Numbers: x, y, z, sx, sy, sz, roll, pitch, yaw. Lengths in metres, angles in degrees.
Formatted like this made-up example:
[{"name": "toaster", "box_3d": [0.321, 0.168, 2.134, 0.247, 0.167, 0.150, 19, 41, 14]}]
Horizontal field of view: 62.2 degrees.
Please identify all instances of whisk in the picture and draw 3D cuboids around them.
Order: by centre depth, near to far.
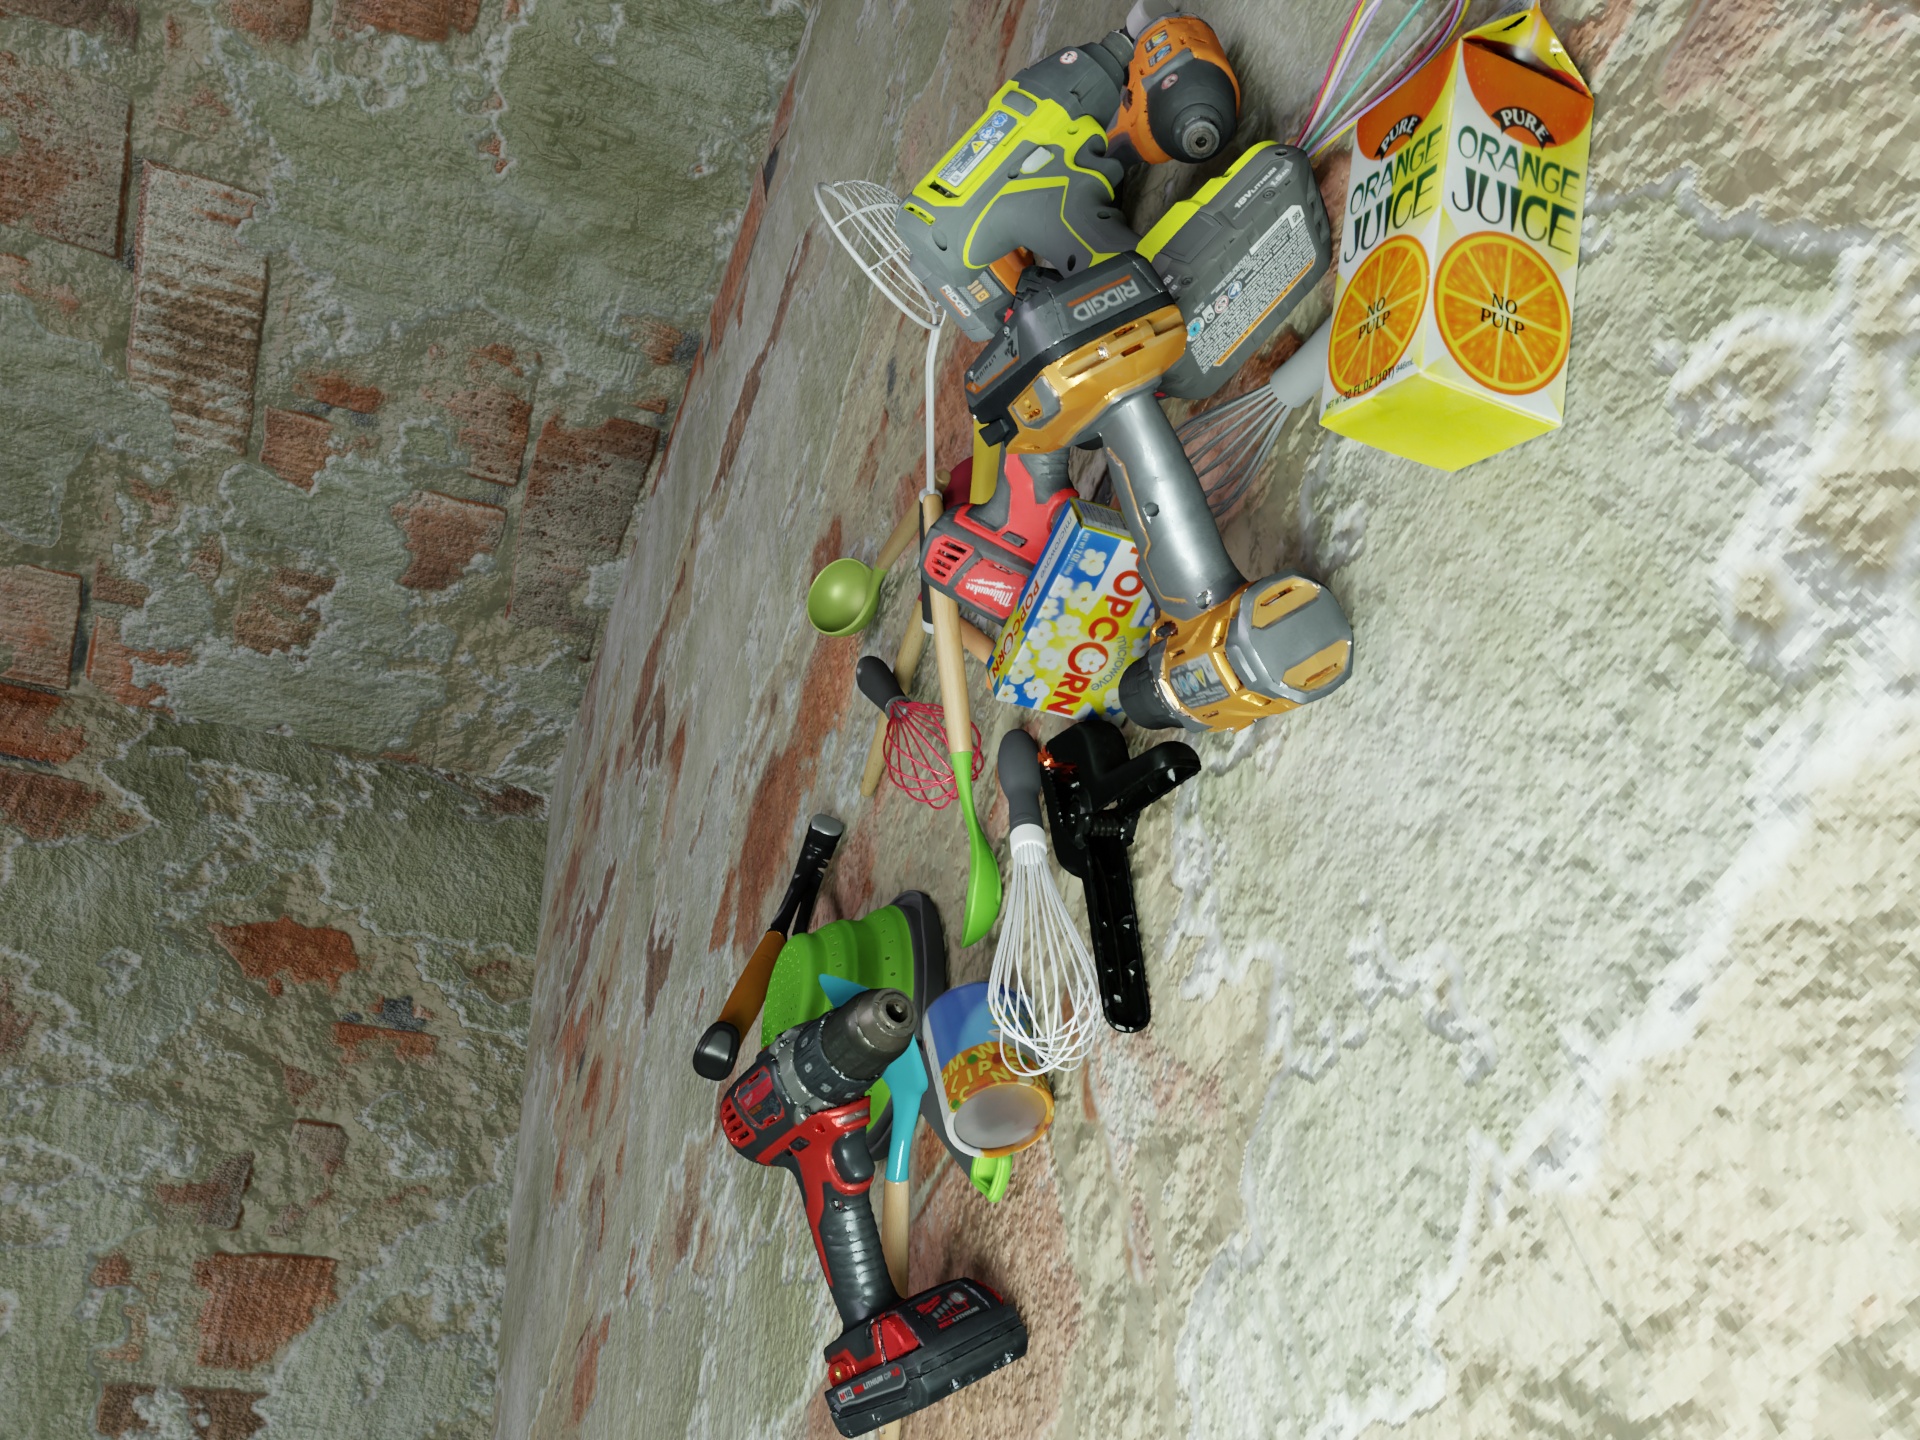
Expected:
[{"name": "whisk", "box_3d": [0.168, -0.170, 0.818, 0.239, 0.055, 0.055, -41, 40, 51]}, {"name": "whisk", "box_3d": [0.194, -0.323, 0.853, 0.051, 0.047, 0.245, -66, 9, -28]}, {"name": "whisk", "box_3d": [0.045, 0.098, 0.971, 0.285, 0.070, 0.070, -93, 25, -51]}, {"name": "whisk", "box_3d": [-0.044, -0.002, 1.245, 0.296, 0.073, 0.073, -131, 57, -66]}]

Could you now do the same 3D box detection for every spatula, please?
[{"name": "spatula", "box_3d": [-0.050, 0.314, 1.000, 0.082, 0.044, 0.317, 10, 102, 45]}, {"name": "spatula", "box_3d": [0.025, -0.054, 1.129, 0.323, 0.081, 0.041, -134, 42, -72]}]

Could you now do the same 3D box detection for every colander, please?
[{"name": "colander", "box_3d": [-0.066, 0.234, 1.116, 0.397, 0.094, 0.204, -153, 77, -70]}]

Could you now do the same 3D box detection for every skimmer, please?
[{"name": "skimmer", "box_3d": [-0.053, -0.222, 1.197, 0.127, 0.090, 0.363, -101, 8, -54]}]

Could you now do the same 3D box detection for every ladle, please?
[{"name": "ladle", "box_3d": [-0.036, -0.077, 1.343, 0.069, 0.031, 0.315, -117, 43, -65]}, {"name": "ladle", "box_3d": [-0.073, -0.150, 1.396, 0.320, 0.062, 0.078, 137, 139, -66]}]

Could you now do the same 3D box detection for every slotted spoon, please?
[{"name": "slotted spoon", "box_3d": [-0.002, -0.003, 1.087, 0.070, 0.031, 0.314, 111, 153, -80]}]

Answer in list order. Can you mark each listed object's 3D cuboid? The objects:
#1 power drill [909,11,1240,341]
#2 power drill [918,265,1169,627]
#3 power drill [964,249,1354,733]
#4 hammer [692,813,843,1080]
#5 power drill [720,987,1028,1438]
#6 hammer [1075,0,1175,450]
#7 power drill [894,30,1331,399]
[{"name": "power drill", "box_3d": [0.076, -0.344, 1.012, 0.226, 0.084, 0.164, -32, 31, 22]}, {"name": "power drill", "box_3d": [0.067, -0.154, 0.980, 0.143, 0.078, 0.219, 31, 115, 26]}, {"name": "power drill", "box_3d": [0.090, -0.096, 0.799, 0.226, 0.084, 0.185, 61, 162, 0]}, {"name": "hammer", "box_3d": [-0.162, 0.199, 1.323, 0.337, 0.034, 0.127, -69, 0, -68]}, {"name": "power drill", "box_3d": [-0.049, 0.276, 0.921, 0.188, 0.080, 0.227, -45, 64, 44]}, {"name": "hammer", "box_3d": [0.100, -0.341, 1.131, 0.146, 0.035, 0.335, 142, 138, -59]}, {"name": "power drill", "box_3d": [0.087, -0.287, 0.877, 0.171, 0.080, 0.223, -47, 55, -1]}]
